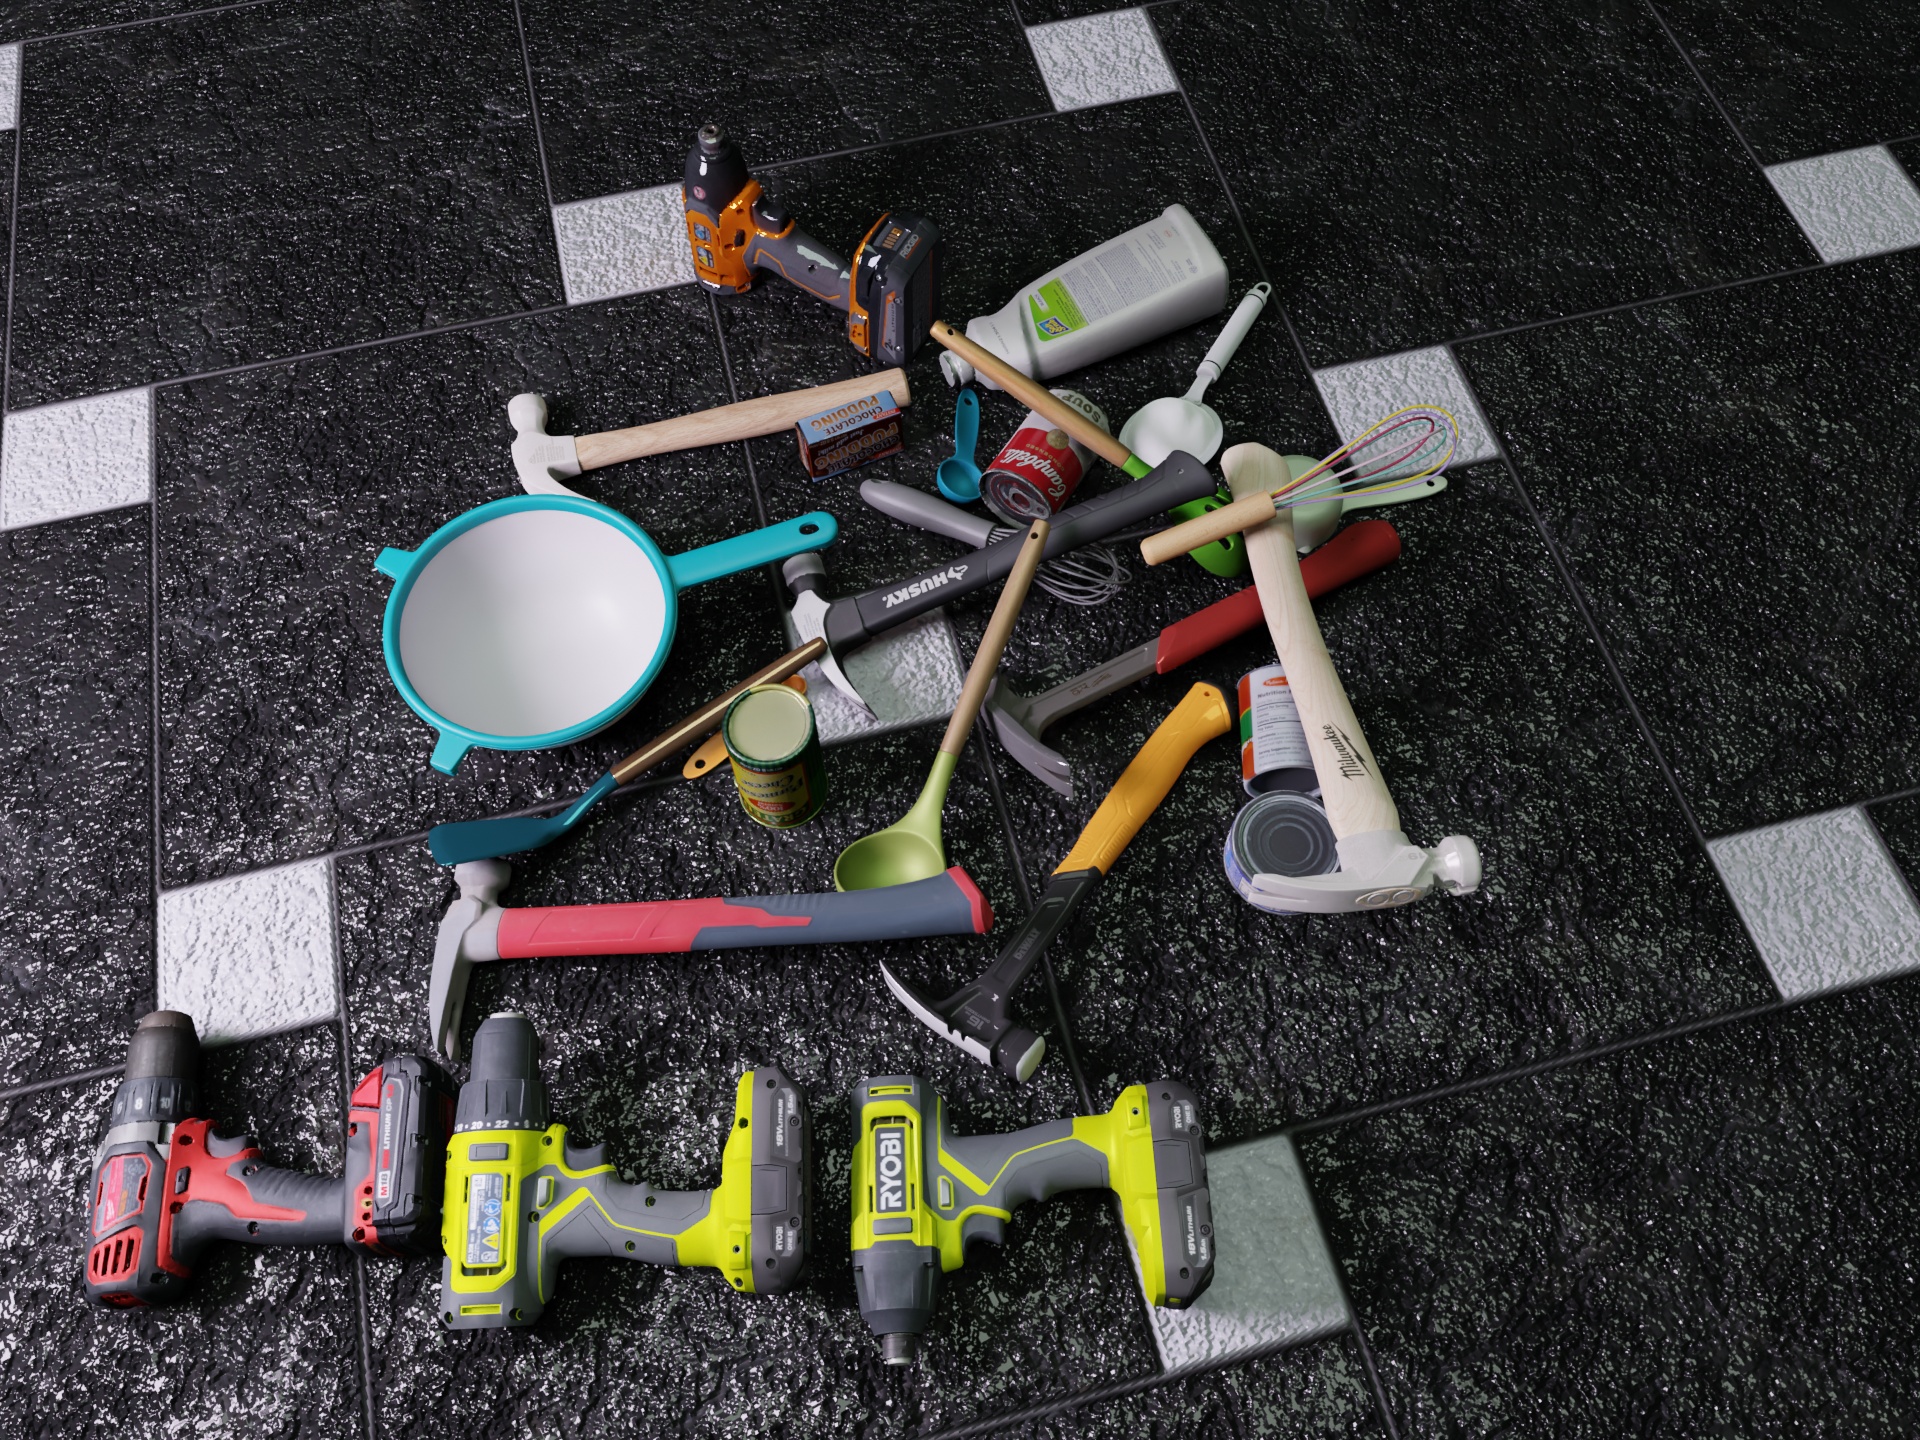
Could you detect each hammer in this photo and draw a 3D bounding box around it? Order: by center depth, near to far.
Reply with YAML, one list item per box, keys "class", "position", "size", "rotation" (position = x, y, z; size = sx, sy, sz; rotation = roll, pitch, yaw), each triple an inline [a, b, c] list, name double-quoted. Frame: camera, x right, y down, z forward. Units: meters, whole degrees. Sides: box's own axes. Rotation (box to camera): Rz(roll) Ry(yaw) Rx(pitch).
- class: "hammer"
  position: [-0.170, 0.151, 1.067]
  size: [0.386, 0.038, 0.143]
  rotation: [-4, 62, 11]
- class: "hammer"
  position: [0.235, -0.047, 1.130]
  size: [0.146, 0.038, 0.411]
  rotation: [-5, 52, -4]
- class: "hammer"
  position: [0.088, 0.092, 1.131]
  size: [0.127, 0.034, 0.337]
  rotation: [28, 63, 26]
- class: "hammer"
  position: [0.187, -0.062, 1.196]
  size: [0.359, 0.036, 0.149]
  rotation: [-25, 39, -16]
- class: "hammer"
  position: [0.035, -0.118, 1.205]
  size: [0.335, 0.035, 0.146]
  rotation: [-22, 65, 6]
- class: "hammer"
  position: [-0.204, -0.243, 1.322]
  size: [0.331, 0.031, 0.130]
  rotation: [-13, 62, -6]

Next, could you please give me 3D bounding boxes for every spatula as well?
- class: "spatula"
  position: [-0.235, 0.020, 1.158]
  size: [0.317, 0.044, 0.082]
  rotation: [-34, 24, -11]

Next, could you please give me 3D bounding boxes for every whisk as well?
- class: "whisk"
  position: [0.247, -0.172, 1.169]
  size: [0.245, 0.047, 0.051]
  rotation: [-22, 49, 4]
- class: "whisk"
  position: [0.025, -0.148, 1.262]
  size: [0.239, 0.055, 0.055]
  rotation: [23, 64, 18]

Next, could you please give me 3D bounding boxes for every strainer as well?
- class: "strainer"
  position: [-0.253, -0.078, 1.201]
  size: [0.340, 0.095, 0.211]
  rotation: [-19, 66, -12]
- class: "strainer"
  position: [0.204, -0.290, 1.339]
  size: [0.087, 0.050, 0.258]
  rotation: [18, 59, 26]

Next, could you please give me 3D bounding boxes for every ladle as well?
- class: "ladle"
  position: [-0.002, -0.004, 1.134]
  size: [0.078, 0.062, 0.320]
  rotation: [18, 79, 21]

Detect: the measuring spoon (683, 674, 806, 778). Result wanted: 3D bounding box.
- class: "measuring spoon"
  position: [-0.162, 0.006, 1.202]
  size: [0.117, 0.011, 0.021]
  rotation: [-41, 70, -15]

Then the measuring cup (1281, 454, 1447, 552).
- class: "measuring cup"
  position: [0.313, -0.186, 1.279]
  size: [0.167, 0.038, 0.083]
  rotation: [-11, 62, -2]

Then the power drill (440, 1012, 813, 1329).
- class: "power drill"
  position: [-0.211, 0.279, 1.005]
  size: [0.228, 0.080, 0.191]
  rotation: [-2, 70, -1]

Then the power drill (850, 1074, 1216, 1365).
- class: "power drill"
  position: [0.042, 0.309, 1.000]
  size: [0.223, 0.080, 0.171]
  rotation: [-4, 61, 3]

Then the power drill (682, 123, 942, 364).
- class: "power drill"
  position: [-0.131, -0.403, 1.334]
  size: [0.226, 0.164, 0.084]
  rotation: [25, 64, 11]

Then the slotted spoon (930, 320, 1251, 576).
- class: "slotted spoon"
  position: [0.108, -0.217, 1.243]
  size: [0.313, 0.031, 0.070]
  rotation: [34, 66, -4]

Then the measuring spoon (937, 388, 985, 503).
- class: "measuring spoon"
  position: [0.001, -0.226, 1.321]
  size: [0.042, 0.021, 0.129]
  rotation: [18, 51, -17]

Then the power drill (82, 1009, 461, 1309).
- class: "power drill"
  position: [-0.444, 0.270, 1.028]
  size: [0.226, 0.080, 0.188]
  rotation: [-8, 62, 0]
